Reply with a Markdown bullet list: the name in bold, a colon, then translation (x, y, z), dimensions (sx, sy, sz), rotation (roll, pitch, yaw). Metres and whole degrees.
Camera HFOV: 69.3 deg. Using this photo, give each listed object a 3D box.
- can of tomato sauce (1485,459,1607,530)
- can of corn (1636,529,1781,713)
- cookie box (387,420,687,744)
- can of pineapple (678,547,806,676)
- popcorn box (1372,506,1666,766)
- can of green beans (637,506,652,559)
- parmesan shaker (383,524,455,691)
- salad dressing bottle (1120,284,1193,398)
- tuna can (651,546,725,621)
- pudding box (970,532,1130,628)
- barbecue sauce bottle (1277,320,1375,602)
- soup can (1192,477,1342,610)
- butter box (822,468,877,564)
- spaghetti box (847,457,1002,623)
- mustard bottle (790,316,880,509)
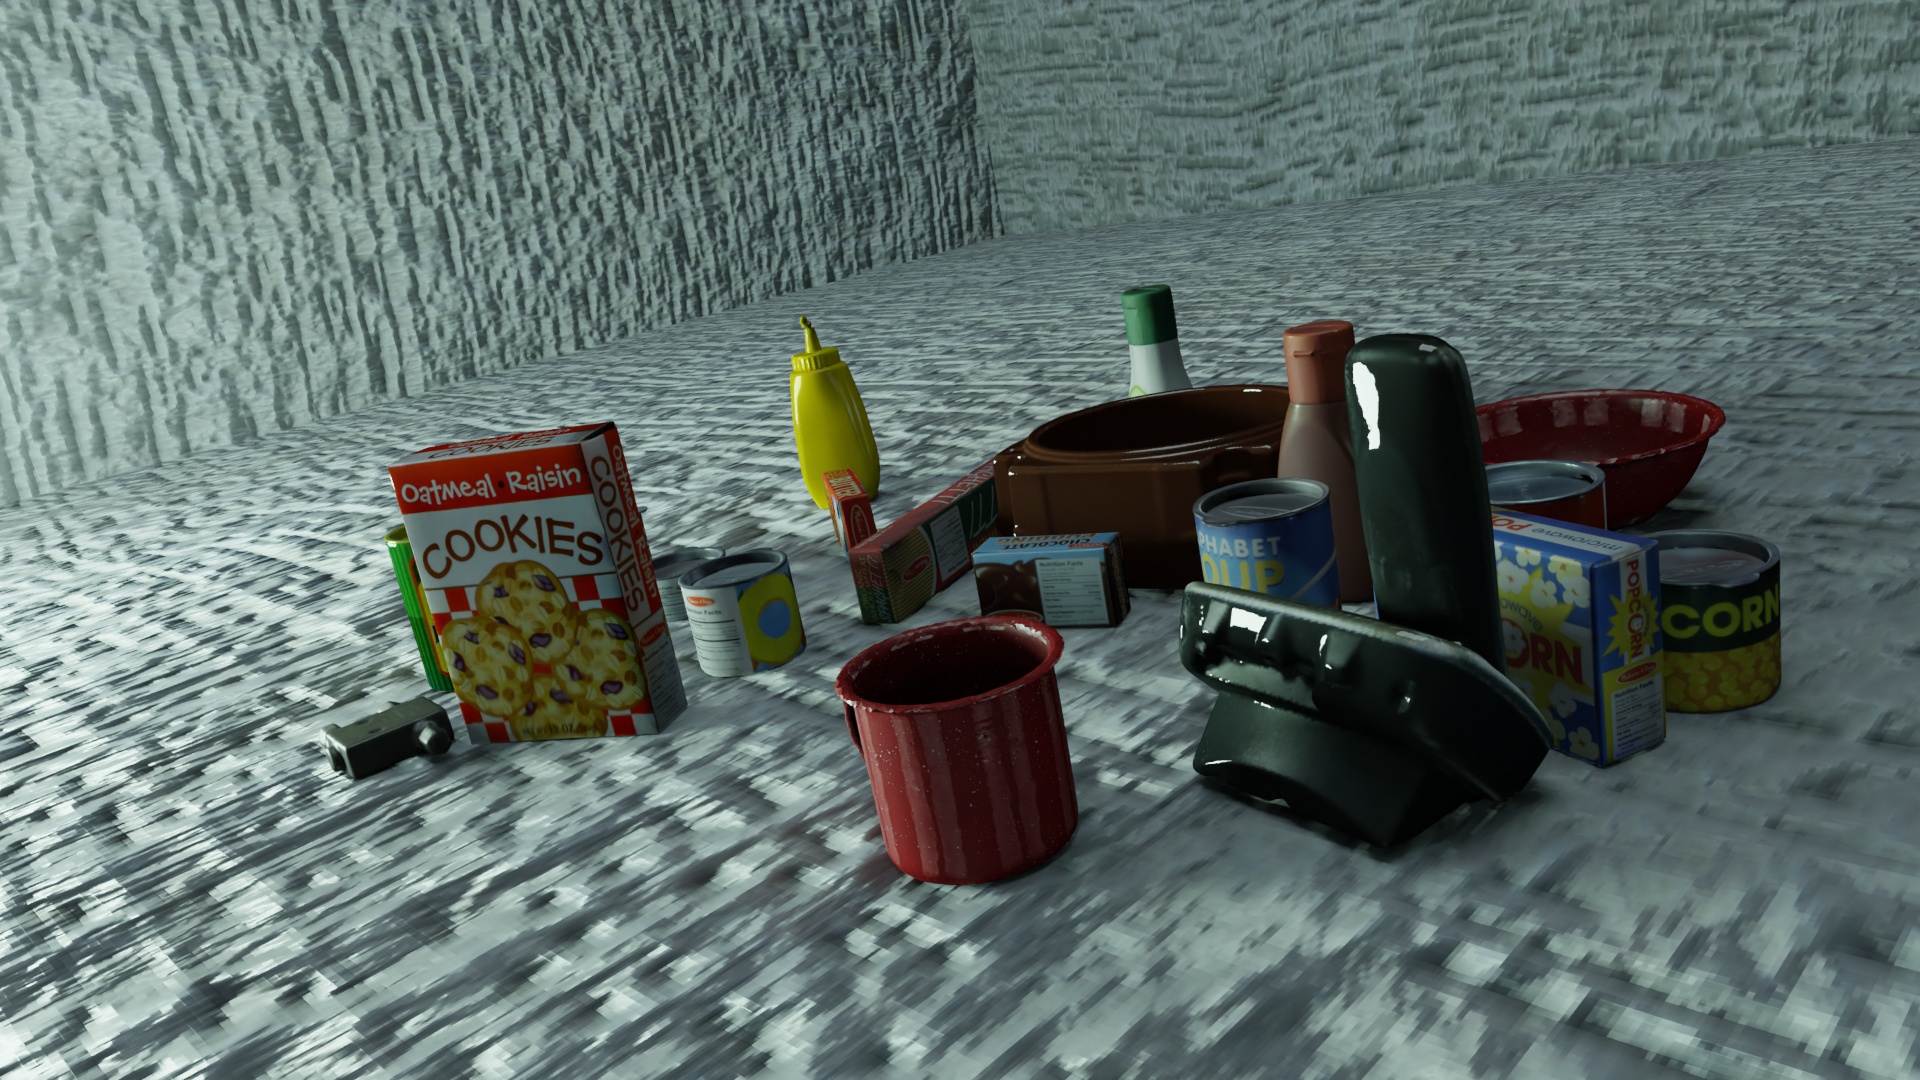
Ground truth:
- **can of tomato sauce**: translation (0.263, 0.011, 0.644), dimensions (0.071, 0.083, 0.071), rotation (-10, 16, 3)
- **can of corn**: translation (0.308, 0.034, 0.583), dimensions (0.071, 0.058, 0.071), rotation (-10, 16, 3)
- **cookie box**: translation (-0.230, 0.025, 0.762), dimensions (0.123, 0.167, 0.040), rotation (-6, 17, 18)
- **can of pineapple**: translation (-0.129, 0.042, 0.835), dimensions (0.071, 0.057, 0.071), rotation (-10, 16, 3)
- **popcorn box**: translation (0.232, 0.033, 0.587), dimensions (0.038, 0.085, 0.127), rotation (-17, 17, -22)
- **can of green beans**: translation (-0.263, 0.011, 1.028), dimensions (0.071, 0.057, 0.071), rotation (-10, 16, 3)
- **parmesan shaker**: translation (-0.320, 0.037, 0.895), dimensions (0.071, 0.102, 0.071), rotation (-10, 16, 3)
- **salad dressing bottle**: translation (0.146, -0.112, 1.019), dimensions (0.044, 0.147, 0.064), rotation (-19, 18, -26)
- **tuna can**: translation (-0.192, 0.029, 0.965), dimensions (0.071, 0.032, 0.071), rotation (-10, 16, 3)
- **pudding box**: translation (0.052, 0.023, 0.799), dimensions (0.083, 0.049, 0.030), rotation (-3, 17, 24)
- **barbecue sauce bottle**: translation (0.200, -0.042, 0.748), dimensions (0.065, 0.148, 0.044), rotation (4, 21, 42)
- **soup can**: translation (0.152, 0.019, 0.688), dimensions (0.071, 0.083, 0.071), rotation (-10, 16, 3)
- **butter box**: translation (-0.080, -0.018, 1.015), dimensions (0.024, 0.053, 0.104), rotation (-13, 16, -8)
- **spaghetti box**: translation (0.003, -0.012, 0.948), dimensions (0.028, 0.050, 0.251), rotation (-2, 19, 30)
- **mustard bottle**: translation (-0.109, -0.108, 1.148), dimensions (0.065, 0.159, 0.049), rotation (-9, 16, 5)
